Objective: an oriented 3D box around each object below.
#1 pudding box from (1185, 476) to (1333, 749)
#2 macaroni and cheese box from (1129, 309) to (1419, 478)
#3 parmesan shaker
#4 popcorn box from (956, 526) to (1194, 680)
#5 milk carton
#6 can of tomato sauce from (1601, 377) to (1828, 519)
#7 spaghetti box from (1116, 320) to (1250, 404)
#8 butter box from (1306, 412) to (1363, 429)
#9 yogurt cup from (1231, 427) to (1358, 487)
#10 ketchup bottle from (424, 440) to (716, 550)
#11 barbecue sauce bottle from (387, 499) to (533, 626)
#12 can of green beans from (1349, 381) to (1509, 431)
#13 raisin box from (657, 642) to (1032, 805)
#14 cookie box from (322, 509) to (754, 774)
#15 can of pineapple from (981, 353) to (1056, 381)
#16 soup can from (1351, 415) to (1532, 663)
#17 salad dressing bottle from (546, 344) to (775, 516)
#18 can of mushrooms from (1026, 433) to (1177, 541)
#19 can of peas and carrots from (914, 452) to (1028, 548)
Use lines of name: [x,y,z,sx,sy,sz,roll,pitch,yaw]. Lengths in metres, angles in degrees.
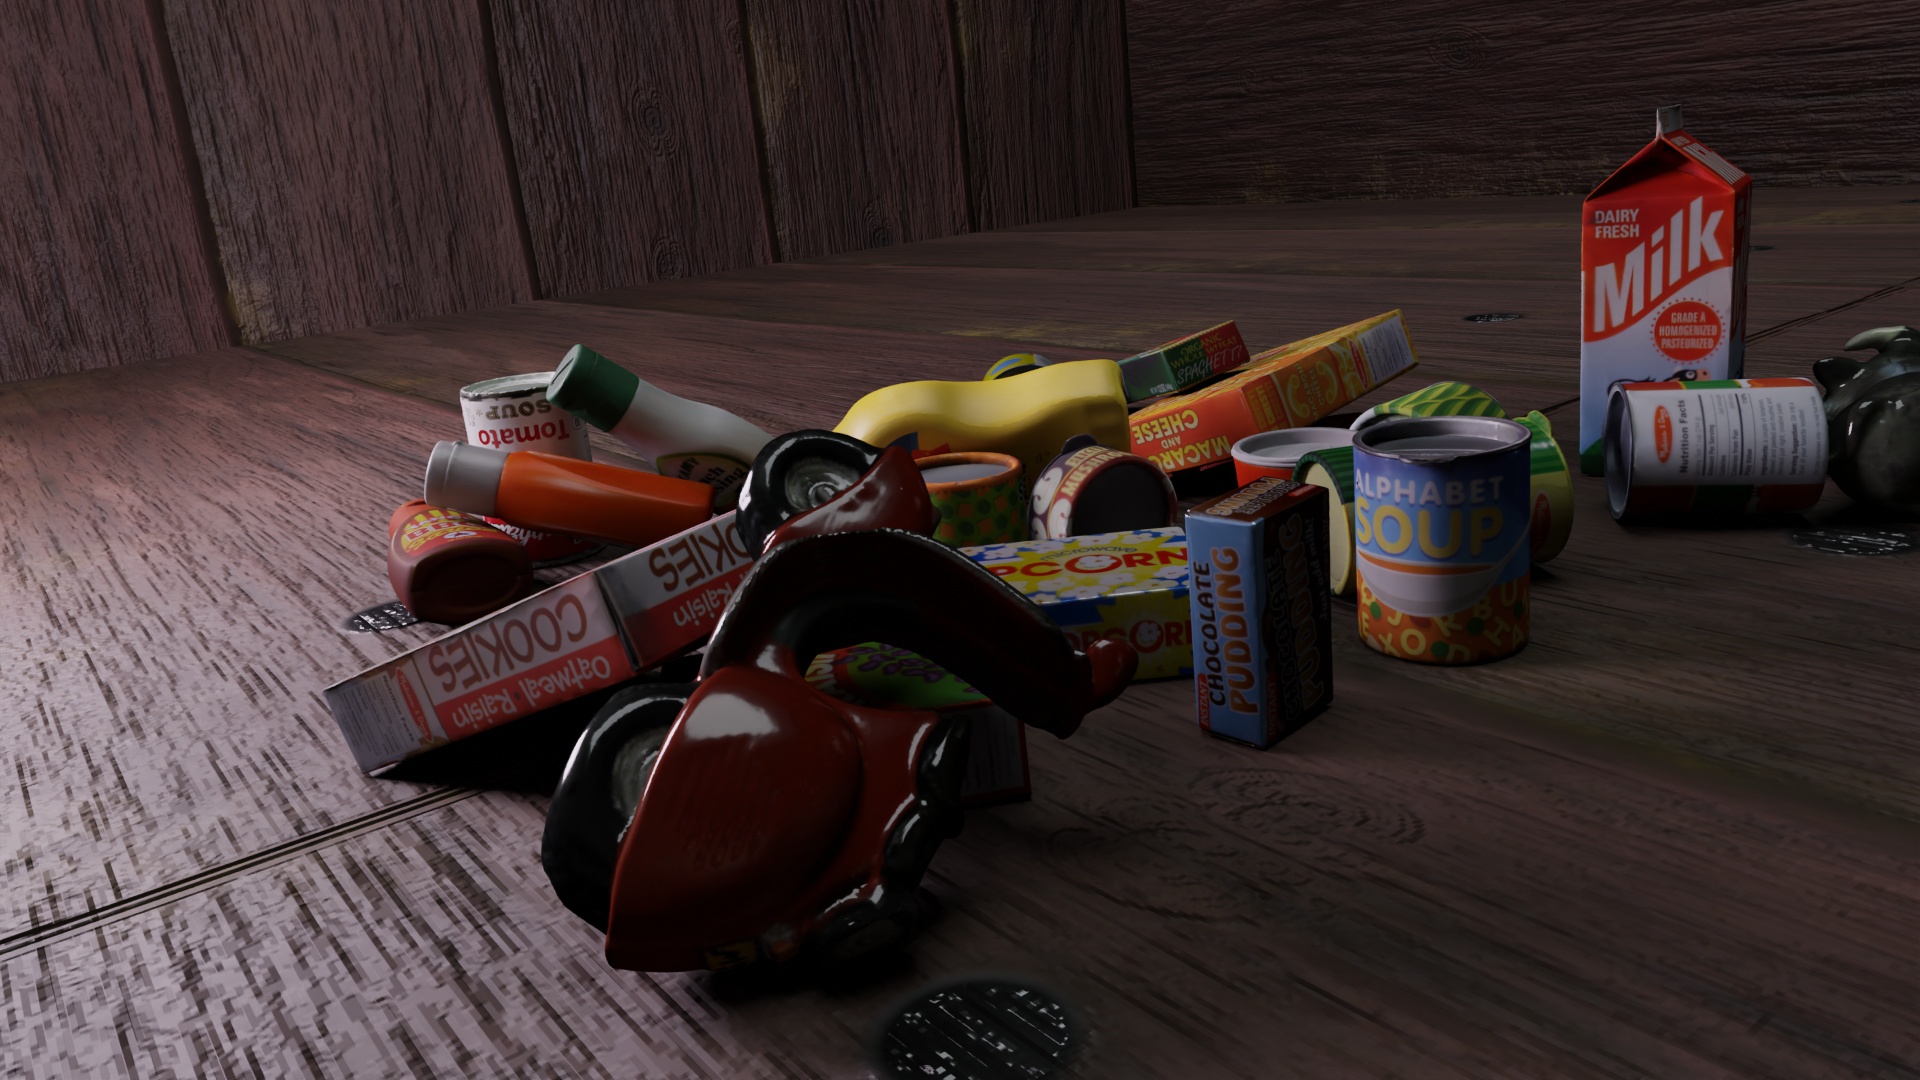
pudding box: [0.106,0.024,0.488,0.030,0.083,0.050,10,22,44]
macaroni and cheese box: [0.176,-0.083,0.830,0.167,0.040,0.123,-27,8,-38]
parmesan shaker: [0.207,-0.018,0.617,0.103,0.071,0.071,-8,16,-9]
popcorn box: [0.039,0.029,0.578,0.127,0.038,0.085,-6,16,1]
milk carton: [0.376,-0.133,0.741,0.073,0.190,0.072,5,19,34]
can of tomato sauce: [0.359,-0.044,0.667,0.083,0.071,0.071,-1,17,15]
spaghetti box: [0.125,-0.112,0.933,0.050,0.028,0.250,-23,5,-7]
butter box: [0.229,-0.052,0.812,0.053,0.024,0.104,-8,16,-4]
yogurt cup: [0.168,-0.022,0.679,0.072,0.053,0.072,-5,16,2]
ketchup bottle: [-0.209,-0.023,0.753,0.149,0.043,0.065,11,6,-9]
barbecue sauce bottle: [-0.279,0.008,0.752,0.065,0.043,0.148,-9,16,-29]
can of green beans: [0.237,-0.043,0.704,0.058,0.071,0.071,-20,21,-38]
raisin box: [-0.044,0.064,0.485,0.123,0.040,0.086,-8,17,-5]
cookie box: [-0.142,0.033,0.534,0.167,0.040,0.123,-20,6,34]
can of pineapple: [0.043,-0.088,0.929,0.071,0.070,0.058,-6,15,1]
soup can: [0.188,-0.001,0.545,0.071,0.083,0.071,-6,16,2]
salad dressing bottle: [-0.161,-0.059,0.789,0.064,0.147,0.044,-33,36,42]
can of mushrooms: [0.067,-0.013,0.653,0.071,0.070,0.033,-14,19,-26]
can of peas and carrots: [0.002,-0.009,0.682,0.071,0.058,0.071,-5,17,2]
